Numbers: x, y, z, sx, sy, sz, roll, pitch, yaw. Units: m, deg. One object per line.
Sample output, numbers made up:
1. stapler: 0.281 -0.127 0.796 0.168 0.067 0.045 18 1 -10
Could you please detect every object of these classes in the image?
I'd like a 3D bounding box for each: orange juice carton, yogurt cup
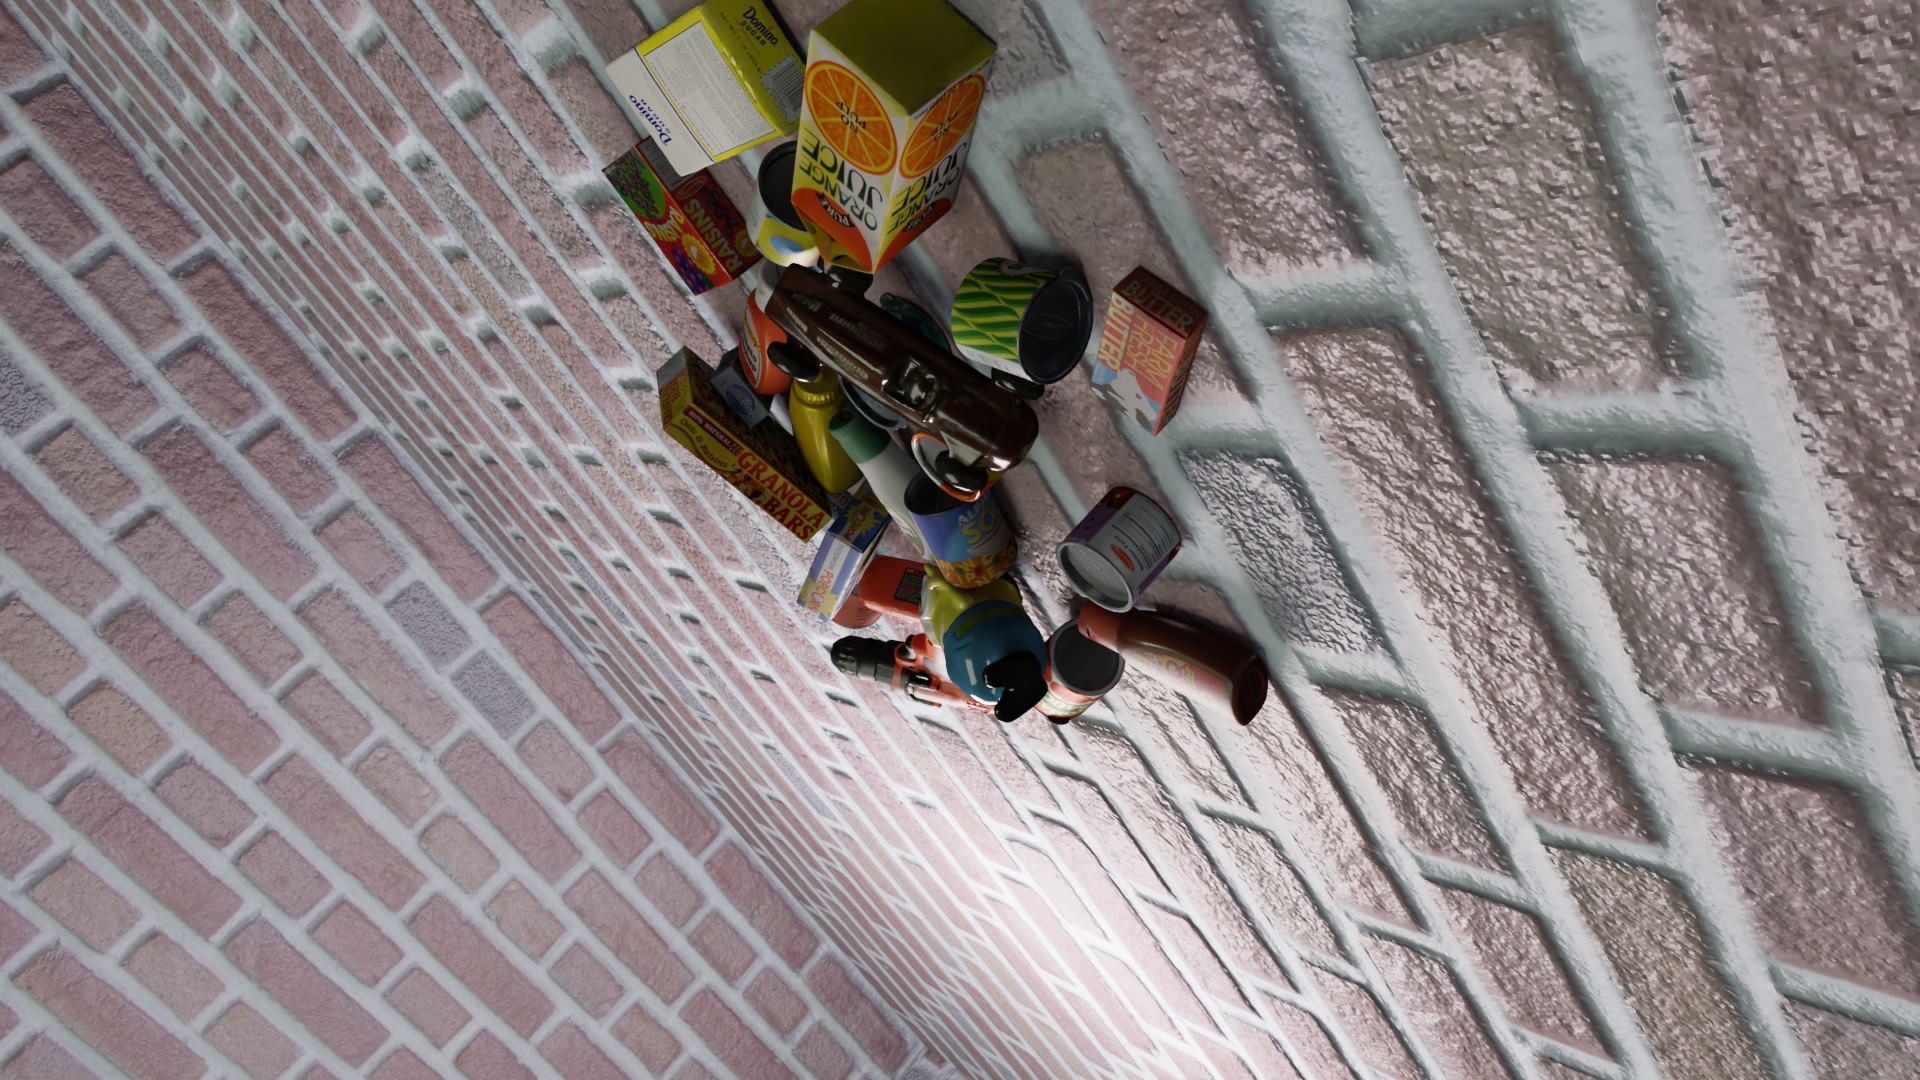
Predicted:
1. orange juice carton: -0.046 -0.227 0.809 0.073 0.072 0.192 42 157 7
2. yogurt cup: -0.102 0.046 1.373 0.072 0.073 0.053 41 144 9

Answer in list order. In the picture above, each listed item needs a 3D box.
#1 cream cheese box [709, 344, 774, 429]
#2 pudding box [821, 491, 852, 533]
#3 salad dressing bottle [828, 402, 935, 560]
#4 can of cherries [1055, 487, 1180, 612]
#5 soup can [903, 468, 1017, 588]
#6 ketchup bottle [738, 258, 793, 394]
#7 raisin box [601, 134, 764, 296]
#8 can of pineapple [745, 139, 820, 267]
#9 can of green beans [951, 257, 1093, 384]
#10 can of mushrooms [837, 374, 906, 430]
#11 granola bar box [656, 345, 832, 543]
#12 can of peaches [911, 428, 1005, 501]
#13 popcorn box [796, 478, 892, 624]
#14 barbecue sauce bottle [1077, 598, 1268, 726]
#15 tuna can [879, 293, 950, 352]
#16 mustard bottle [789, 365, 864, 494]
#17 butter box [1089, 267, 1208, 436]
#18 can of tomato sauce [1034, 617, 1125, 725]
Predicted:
1. cream cheese box: -0.186 -0.134 1.198 0.053 0.024 0.104 52 -171 -17
2. pudding box: -0.122 -0.029 1.324 0.084 0.030 0.049 42 158 8
3. salad dressing bottle: -0.052 -0.049 1.137 0.147 0.044 0.064 53 178 -29
4. can of cherries: 0.108 0.006 0.962 0.071 0.058 0.071 35 156 19
5. soup can: 0.004 -0.014 1.095 0.071 0.071 0.083 20 147 45
6. ketchup bottle: -0.146 -0.173 1.096 0.148 0.043 0.065 123 130 -66
7. raisin box: -0.217 -0.257 1.088 0.123 0.040 0.086 55 154 -19
8. can of pineapple: -0.105 -0.222 0.925 0.071 0.071 0.057 45 158 -1
9. can of green beans: 0.037 -0.133 0.836 0.058 0.071 0.071 25 150 39
10. can of mushrooms: -0.058 -0.118 1.062 0.071 0.033 0.070 36 155 20
11. granola bar box: -0.188 -0.085 1.211 0.165 0.039 0.125 41 -167 -30
12. can of peaches: 0.008 -0.070 1.000 0.071 0.058 0.071 37 156 20
13. popcorn box: -0.097 0.006 1.230 0.038 0.085 0.126 31 142 1
14. barbecue sauce bottle: 0.155 0.082 1.030 0.149 0.044 0.064 26 152 38
15. tuna can: -0.043 -0.141 1.000 0.071 0.033 0.070 36 156 19
16. mustard bottle: -0.112 -0.104 1.154 0.065 0.049 0.159 48 159 26
17. butter box: 0.108 -0.109 0.811 0.053 0.024 0.103 39 156 16
18. can of tomato sauce: 0.092 0.108 1.144 0.071 0.071 0.082 43 156 5
